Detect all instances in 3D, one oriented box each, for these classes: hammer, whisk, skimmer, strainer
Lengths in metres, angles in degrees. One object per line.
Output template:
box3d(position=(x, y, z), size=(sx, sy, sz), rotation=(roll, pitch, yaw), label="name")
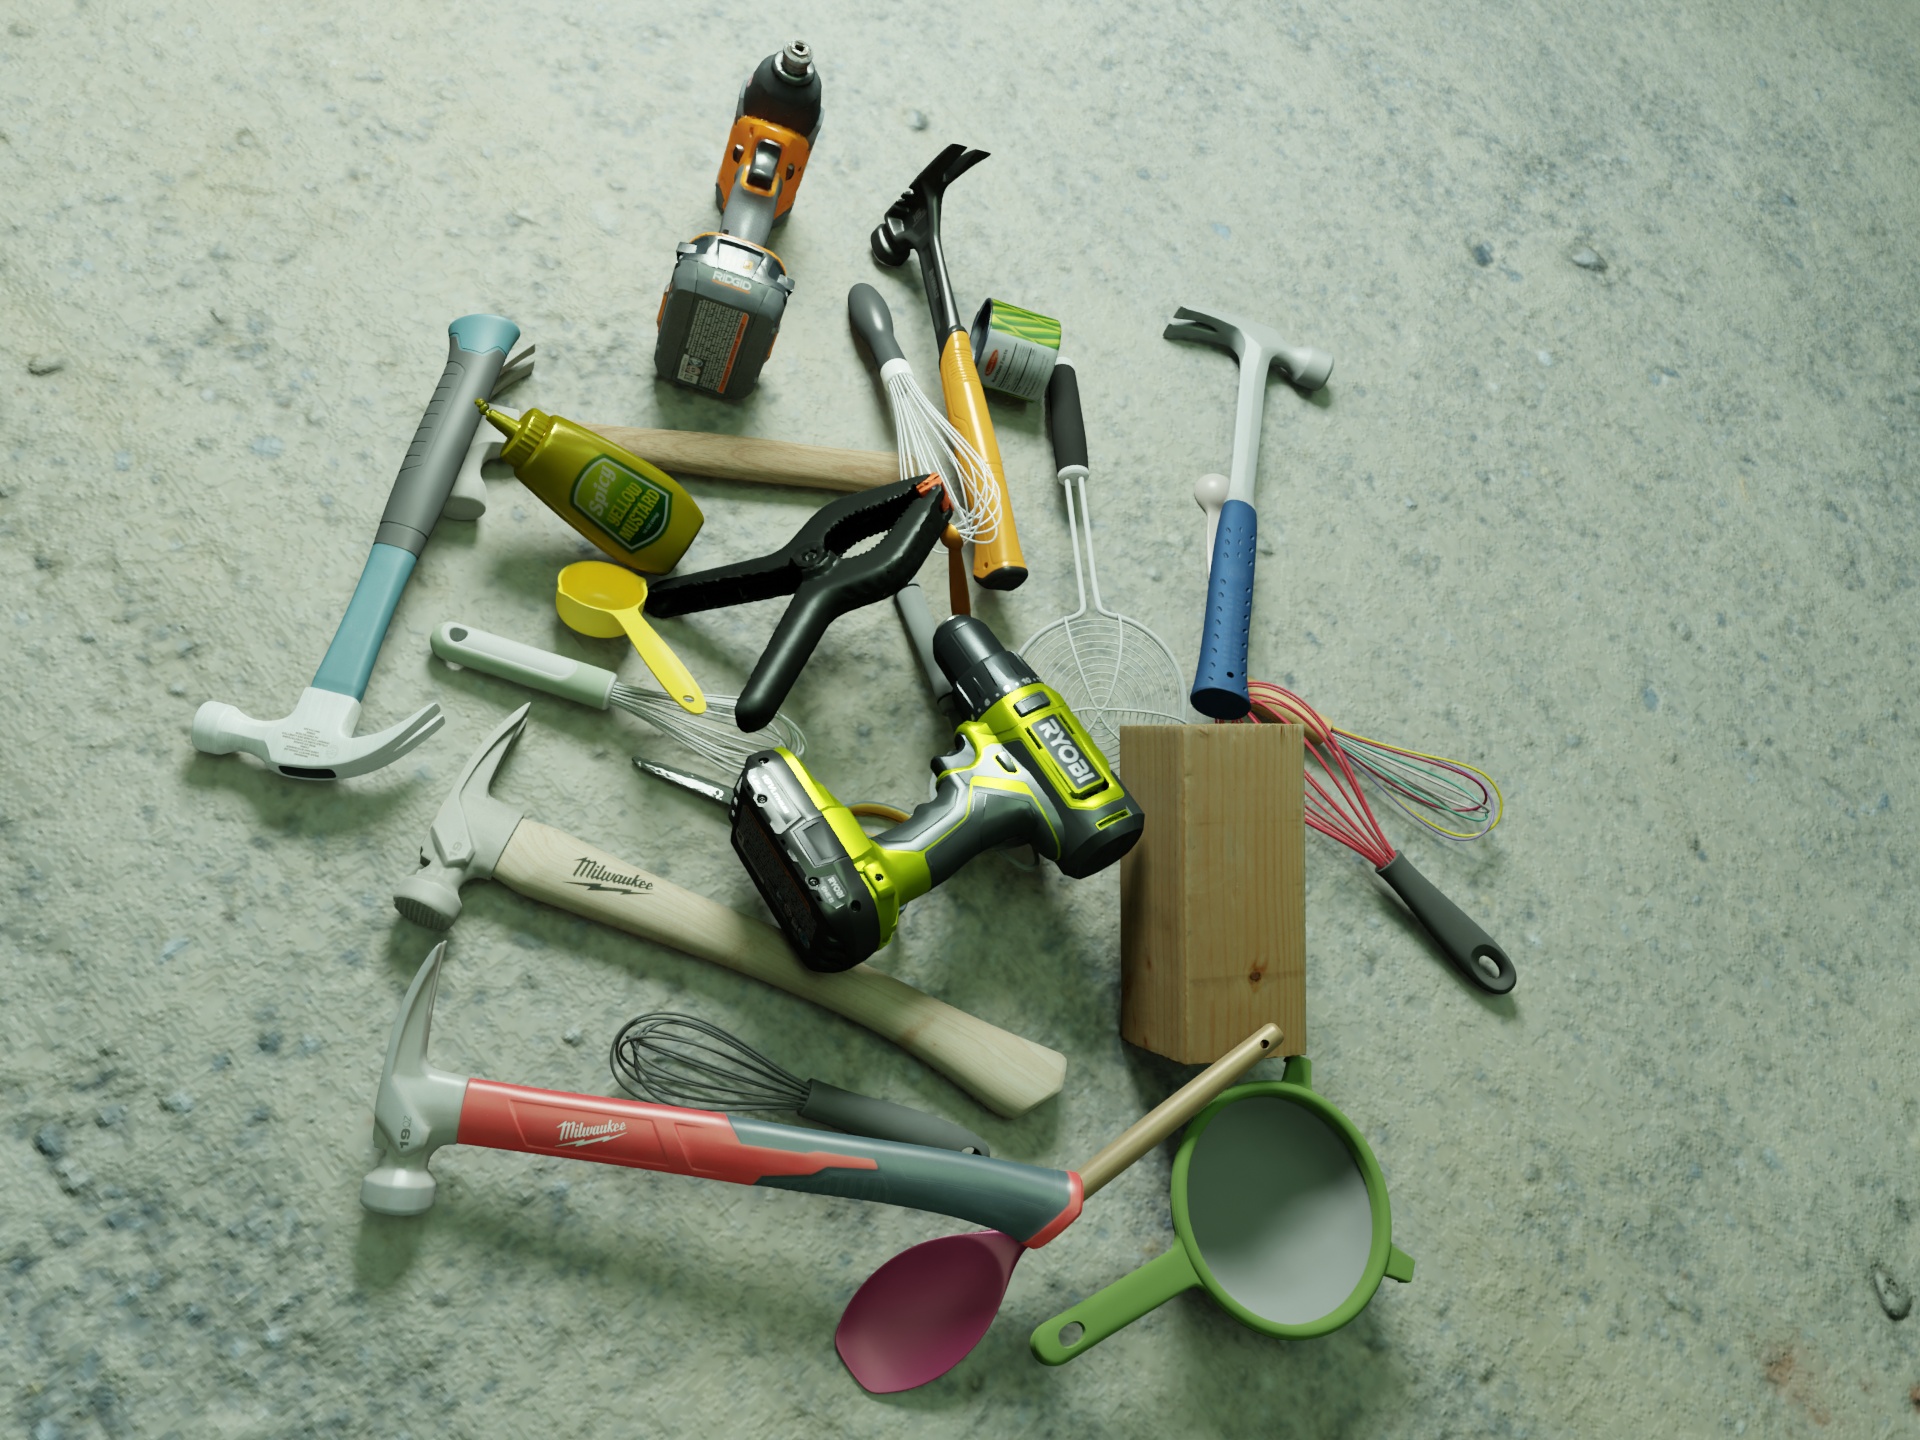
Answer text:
box3d(position=(-0.121, 0.132, 0.973), size=(0.410, 0.038, 0.146), rotation=(25, 58, -8), label="hammer")
box3d(position=(-0.037, -0.227, 1.144), size=(0.070, 0.070, 0.285), rotation=(-5, 51, -22), label="whisk")
box3d(position=(0.005, -0.254, 1.166), size=(0.034, 0.127, 0.337), rotation=(2, 68, -36), label="hammer")
box3d(position=(-0.091, 0.225, 0.935), size=(0.239, 0.055, 0.055), rotation=(22, 60, -14), label="whisk")
box3d(position=(-0.190, -0.189, 1.108), size=(0.331, 0.031, 0.130), rotation=(3, 65, -19), label="hammer")
box3d(position=(0.087, -0.116, 1.173), size=(0.127, 0.090, 0.364), rotation=(-4, 54, 1), label="skimmer")
box3d(position=(0.292, 0.016, 1.179), size=(0.245, 0.047, 0.051), rotation=(28, 41, -1), label="whisk")
box3d(position=(0.292, 0.086, 1.135), size=(0.296, 0.073, 0.073), rotation=(46, 59, -1), label="whisk")
box3d(position=(-0.347, -0.116, 0.985), size=(0.128, 0.033, 0.331), rotation=(15, 67, -3), label="hammer")
box3d(position=(0.208, -0.171, 1.216), size=(0.144, 0.035, 0.406), rotation=(20, 52, -9), label="hammer")
box3d(position=(-0.002, -0.003, 1.082), size=(0.087, 0.050, 0.259), rotation=(-13, 64, -19), label="strainer")
box3d(position=(-0.214, -0.016, 1.006), size=(0.246, 0.059, 0.058), rotation=(18, 48, -6), label="whisk")
box3d(position=(-0.119, 0.221, 0.876), size=(0.386, 0.038, 0.143), rotation=(11, 86, -8), label="hammer")
box3d(position=(0.141, 0.319, 0.957), size=(0.256, 0.069, 0.151), rotation=(-20, 76, -27), label="strainer")

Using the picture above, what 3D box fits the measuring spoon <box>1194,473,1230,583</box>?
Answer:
box3d(position=(0.203, -0.142, 1.236), size=(0.034, 0.018, 0.124), rotation=(9, 62, -16), label="measuring spoon")

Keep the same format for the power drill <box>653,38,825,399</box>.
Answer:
box3d(position=(-0.149, -0.363, 1.133), size=(0.084, 0.164, 0.227), rotation=(16, 63, -13), label="power drill")

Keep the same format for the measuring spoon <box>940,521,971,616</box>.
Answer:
box3d(position=(-0.005, -0.092, 1.083), size=(0.011, 0.116, 0.021), rotation=(-36, 60, -19), label="measuring spoon")

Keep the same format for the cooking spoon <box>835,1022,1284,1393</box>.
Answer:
box3d(position=(0.065, 0.277, 0.931), size=(0.319, 0.017, 0.069), rotation=(-35, 81, -11), label="cooking spoon")

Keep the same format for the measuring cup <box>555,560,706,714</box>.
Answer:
box3d(position=(-0.205, -0.046, 1.004), size=(0.062, 0.029, 0.157), rotation=(-13, 49, -39), label="measuring cup")

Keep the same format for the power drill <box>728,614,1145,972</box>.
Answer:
box3d(position=(-0.023, 0.039, 0.984), size=(0.228, 0.080, 0.191), rotation=(-24, 66, -27), label="power drill")
